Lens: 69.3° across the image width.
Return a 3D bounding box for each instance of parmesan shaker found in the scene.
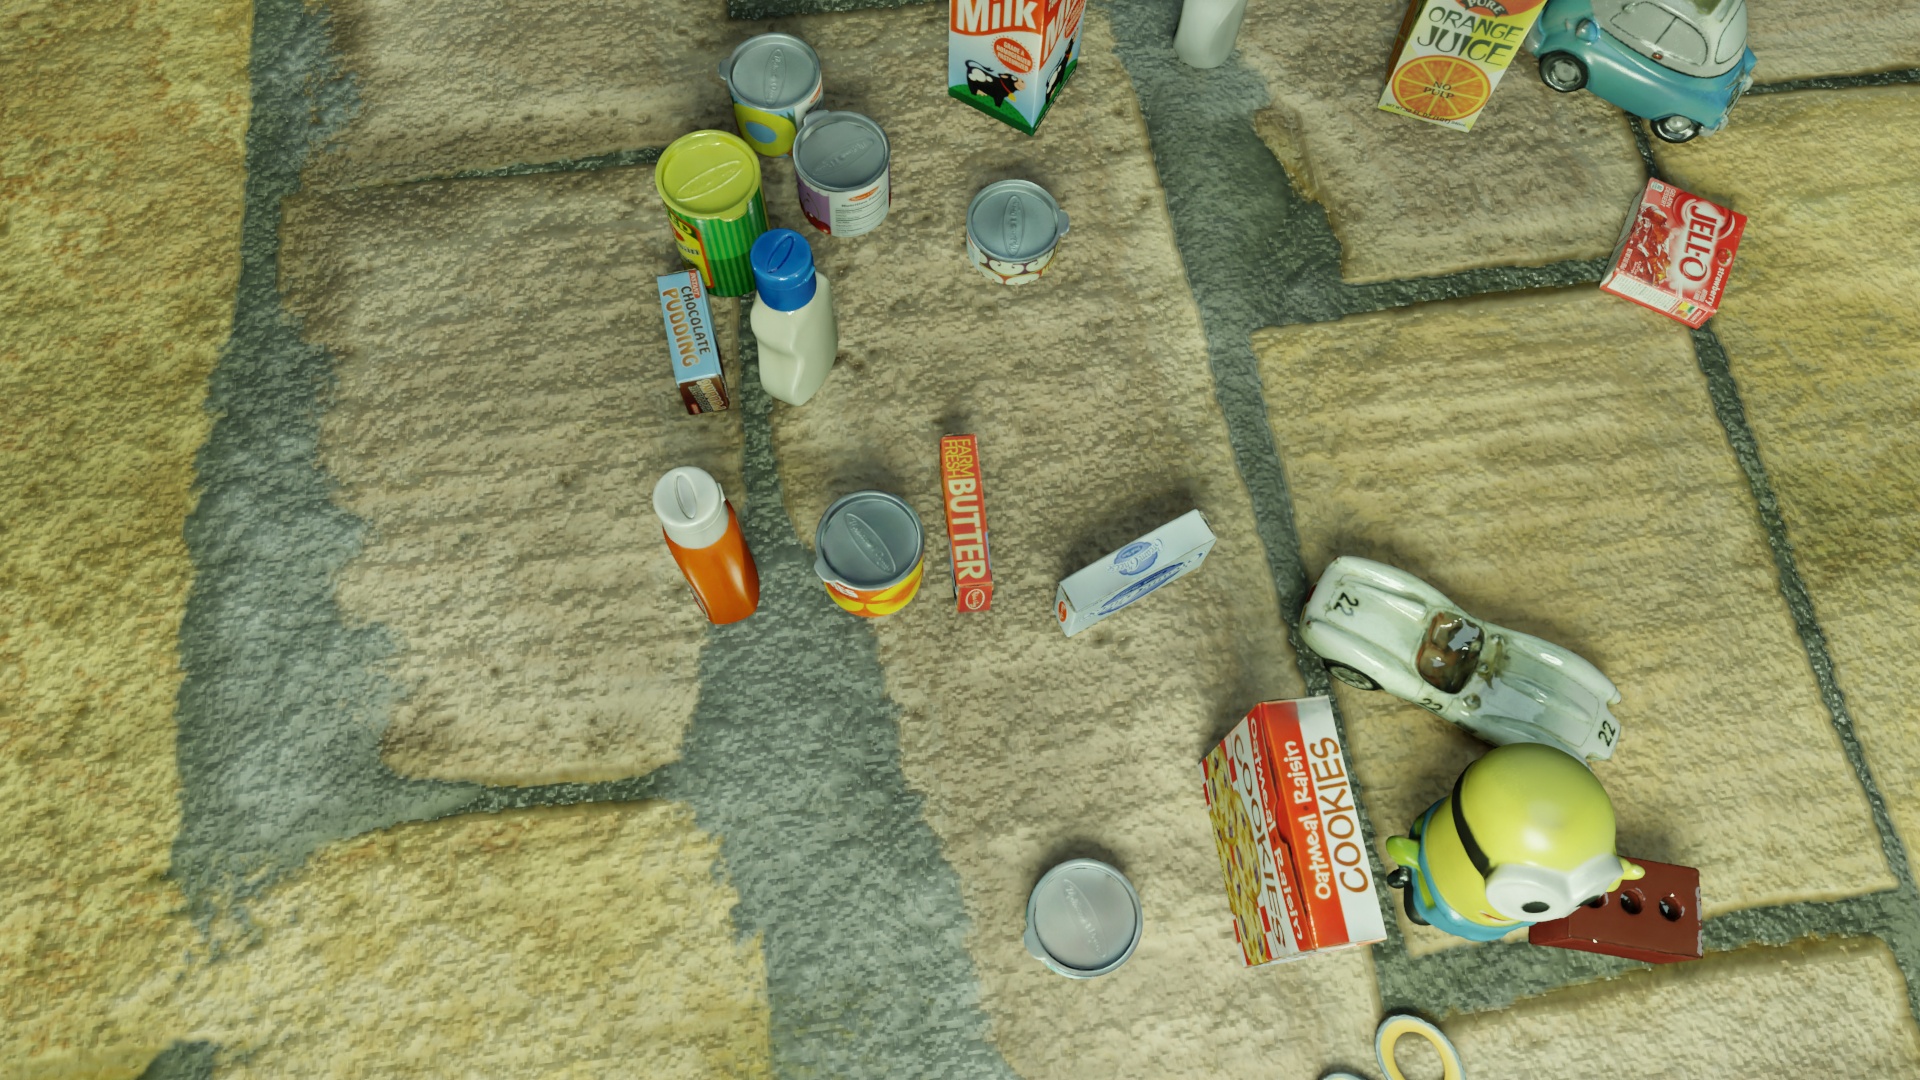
[{"bbox_3d":[-0.159,-0.212,0.923,0.071,0.102,0.071,1,70,-1],"label":"parmesan shaker"}]

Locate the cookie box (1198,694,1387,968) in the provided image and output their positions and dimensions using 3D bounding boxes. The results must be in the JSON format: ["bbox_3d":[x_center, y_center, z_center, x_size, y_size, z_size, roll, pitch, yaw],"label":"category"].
[{"bbox_3d":[0.174,0.164,0.757,0.040,0.167,0.123,-8,70,-4],"label":"cookie box"}]

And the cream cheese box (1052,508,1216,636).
[{"bbox_3d":[0.107,0.021,0.869,0.104,0.053,0.024,-27,73,-11],"label":"cream cheese box"}]

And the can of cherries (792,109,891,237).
[{"bbox_3d":[-0.082,-0.256,0.965,0.071,0.058,0.072,1,70,-1],"label":"can of cherries"}]

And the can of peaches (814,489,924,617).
[{"bbox_3d":[-0.058,0.010,0.866,0.071,0.058,0.071,1,70,-1],"label":"can of peaches"}]

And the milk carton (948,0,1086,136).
[{"bbox_3d":[0.040,-0.370,0.941,0.073,0.190,0.072,29,72,9],"label":"milk carton"}]

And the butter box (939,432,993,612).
[{"bbox_3d":[0.003,-0.011,0.879,0.024,0.053,0.104,-5,70,-3],"label":"butter box"}]

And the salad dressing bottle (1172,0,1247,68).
[{"bbox_3d":[0.184,-0.397,0.978,0.044,0.147,0.064,32,72,10],"label":"salad dressing bottle"}]

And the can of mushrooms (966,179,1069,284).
[{"bbox_3d":[0.039,-0.213,0.966,0.071,0.033,0.071,1,70,-1],"label":"can of mushrooms"}]

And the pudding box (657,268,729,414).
[{"bbox_3d":[-0.176,-0.131,0.920,0.030,0.049,0.084,-12,70,-6],"label":"pudding box"}]

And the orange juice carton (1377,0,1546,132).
[{"bbox_3d":[0.354,-0.374,0.950,0.072,0.192,0.073,17,71,5],"label":"orange juice carton"}]

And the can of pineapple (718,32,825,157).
[{"bbox_3d":[-0.132,-0.316,0.986,0.071,0.057,0.071,1,70,-1],"label":"can of pineapple"}]

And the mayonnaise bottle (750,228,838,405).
[{"bbox_3d":[-0.106,-0.142,0.874,0.041,0.147,0.065,25,71,7],"label":"mayonnaise bottle"}]

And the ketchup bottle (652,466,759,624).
[{"bbox_3d":[-0.149,0.000,0.819,0.043,0.148,0.065,-18,71,-8],"label":"ketchup bottle"}]

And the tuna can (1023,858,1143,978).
[{"bbox_3d":[0.068,0.221,0.805,0.071,0.032,0.071,1,70,-1],"label":"tuna can"}]
